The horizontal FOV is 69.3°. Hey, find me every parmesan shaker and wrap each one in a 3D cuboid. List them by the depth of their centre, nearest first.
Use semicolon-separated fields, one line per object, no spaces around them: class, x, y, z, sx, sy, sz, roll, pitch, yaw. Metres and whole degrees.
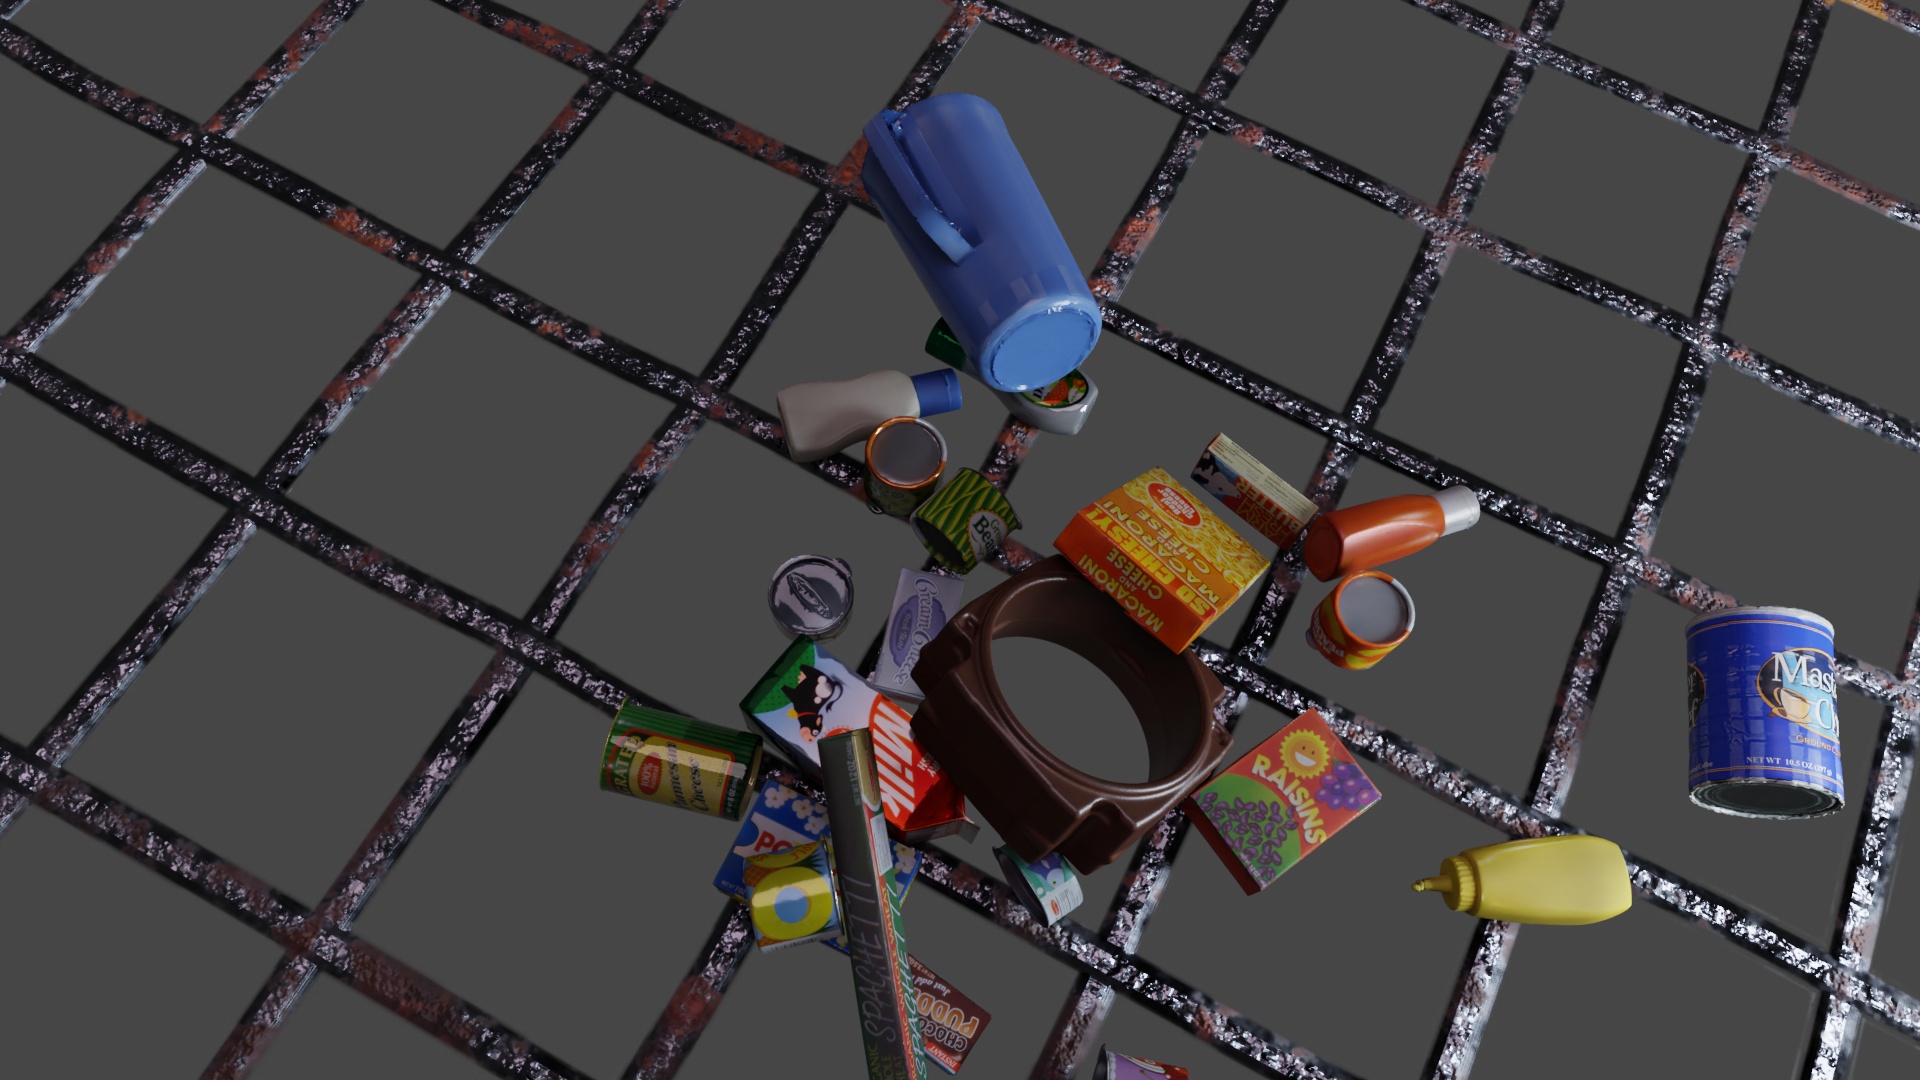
parmesan shaker;-0.201;0.159;1.010;0.103;0.071;0.071;13;67;1

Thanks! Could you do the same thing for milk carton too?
milk carton;-0.065;0.159;1.020;0.191;0.072;0.074;36;70;10

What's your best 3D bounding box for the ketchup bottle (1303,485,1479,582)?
ketchup bottle;0.355;-0.010;1.135;0.149;0.064;0.044;-15;54;-20

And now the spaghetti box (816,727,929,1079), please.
spaghetti box;-0.059;0.253;0.938;0.028;0.050;0.250;-11;83;9

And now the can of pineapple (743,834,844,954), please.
can of pineapple;-0.114;0.240;0.943;0.058;0.070;0.071;-11;69;-8

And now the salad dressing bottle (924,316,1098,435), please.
salad dressing bottle;0.042;-0.141;1.171;0.148;0.043;0.064;28;62;8

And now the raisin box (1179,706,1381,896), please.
raisin box;0.242;0.196;1.049;0.124;0.040;0.086;-31;72;-17

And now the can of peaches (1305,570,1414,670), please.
can of peaches;0.316;0.064;1.101;0.071;0.057;0.071;2;67;-5

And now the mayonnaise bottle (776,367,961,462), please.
mayonnaise bottle;-0.074;-0.110;1.150;0.148;0.041;0.065;-14;71;-11

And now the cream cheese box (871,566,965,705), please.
cream cheese box;-0.033;0.075;1.084;0.053;0.024;0.104;13;67;0

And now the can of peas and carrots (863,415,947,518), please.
can of peas and carrots;-0.047;-0.058;1.120;0.071;0.058;0.071;2;67;-4

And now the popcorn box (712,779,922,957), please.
popcorn box;-0.102;0.240;1.002;0.127;0.038;0.085;25;69;5

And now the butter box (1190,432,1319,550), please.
butter box;0.240;-0.039;1.140;0.103;0.053;0.024;40;67;11

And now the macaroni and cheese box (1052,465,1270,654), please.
macaroni and cheese box;0.158;0.012;1.068;0.124;0.040;0.167;42;30;12

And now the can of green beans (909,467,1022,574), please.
can of green beans;0.002;-0.015;1.102;0.071;0.071;0.058;42;71;12

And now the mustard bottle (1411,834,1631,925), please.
mustard bottle;0.412;0.253;1.034;0.160;0.048;0.065;0;67;-4

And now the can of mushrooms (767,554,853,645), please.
can of mushrooms;-0.114;0.046;1.085;0.071;0.033;0.071;2;67;-4

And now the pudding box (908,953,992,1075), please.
pudding box;-0.026;0.330;0.974;0.084;0.030;0.050;35;70;10

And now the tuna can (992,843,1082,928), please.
tuna can;0.055;0.240;1.001;0.033;0.070;0.071;-30;73;-16

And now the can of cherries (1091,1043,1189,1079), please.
can of cherries;0.121;0.384;0.945;0.058;0.071;0.072;12;67;0
